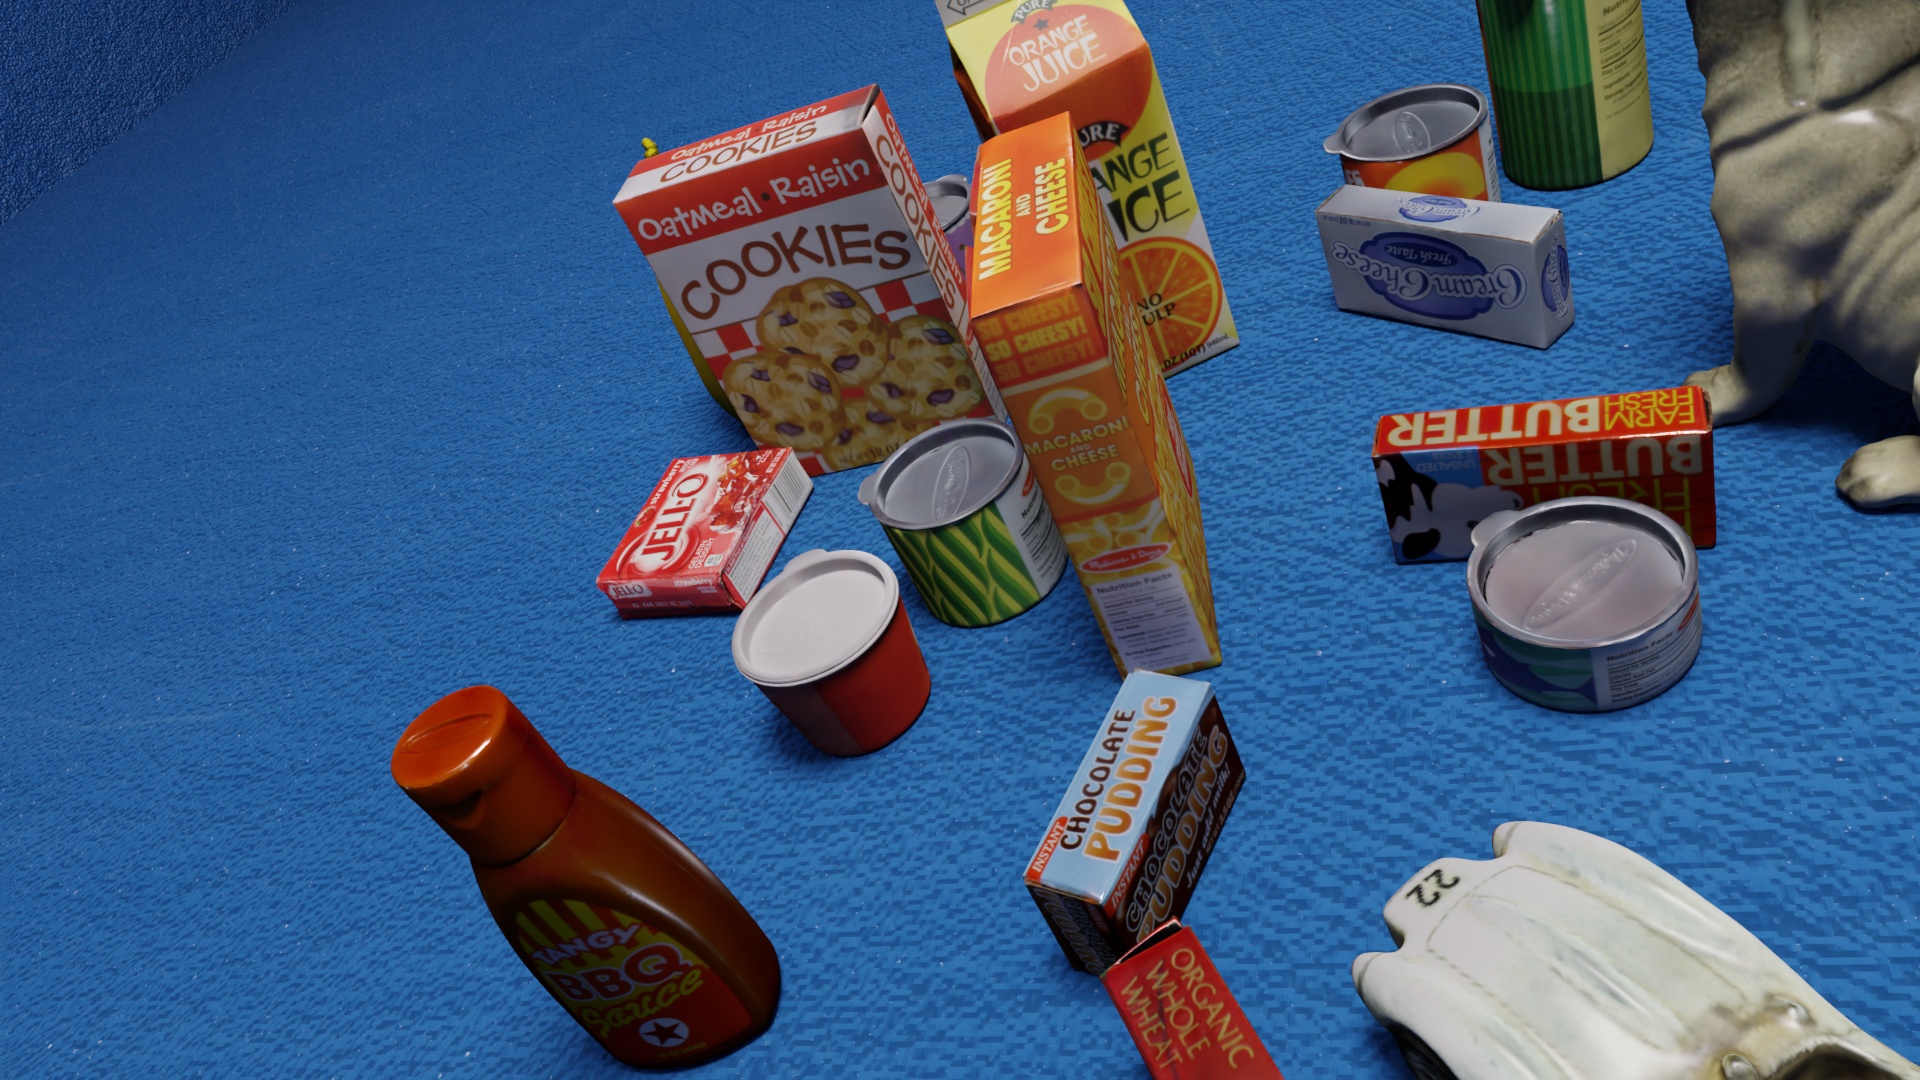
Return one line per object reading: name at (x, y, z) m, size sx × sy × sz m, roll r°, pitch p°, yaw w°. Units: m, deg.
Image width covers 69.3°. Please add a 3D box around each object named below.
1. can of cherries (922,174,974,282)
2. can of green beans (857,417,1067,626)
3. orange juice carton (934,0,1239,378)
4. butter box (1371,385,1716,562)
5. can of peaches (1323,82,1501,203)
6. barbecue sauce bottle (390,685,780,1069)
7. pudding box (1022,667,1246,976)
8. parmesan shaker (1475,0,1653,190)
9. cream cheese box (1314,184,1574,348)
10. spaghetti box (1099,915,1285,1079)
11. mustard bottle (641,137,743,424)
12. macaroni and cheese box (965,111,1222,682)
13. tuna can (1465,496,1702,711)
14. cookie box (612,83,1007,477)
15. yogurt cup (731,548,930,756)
can of cherries at (-0.012, -0.155, 0.755) m, size 0.071 × 0.058 × 0.072 m, roll -17°, pitch 37°, yaw 13°
can of green beans at (0.004, -0.007, 0.566) m, size 0.071 × 0.057 × 0.071 m, roll -17°, pitch 37°, yaw 13°
orange juice carton at (0.055, -0.163, 0.611) m, size 0.072 × 0.192 × 0.073 m, roll -25°, pitch 36°, yaw 2°
butter box at (0.196, -0.021, 0.469) m, size 0.103 × 0.053 × 0.024 m, roll -4°, pitch 42°, yaw 28°
can of peaches at (0.208, -0.166, 0.635) m, size 0.071 × 0.057 × 0.071 m, roll -17°, pitch 37°, yaw 13°
barbecue sauce bottle at (-0.114, 0.105, 0.424) m, size 0.065 × 0.148 × 0.044 m, roll -19°, pitch 37°, yaw 11°
pudding box at (0.055, 0.086, 0.427) m, size 0.030 × 0.049 × 0.084 m, roll 5°, pitch 47°, yaw 36°
parmesan shaker at (0.268, -0.216, 0.622) m, size 0.071 × 0.102 × 0.072 m, roll -17°, pitch 37°, yaw 13°
cream cheese box at (0.202, -0.116, 0.582) m, size 0.024 × 0.053 × 0.104 m, roll -43°, pitch 39°, yaw -21°
spaghetti box at (0.095, 0.185, 0.283) m, size 0.029 × 0.050 × 0.251 m, roll -29°, pitch 36°, yaw -3°
mustard bottle at (-0.122, -0.131, 0.707) m, size 0.049 × 0.159 × 0.065 m, roll 14°, pitch 53°, yaw 42°
macaroni and cheese box at (0.049, -0.049, 0.498) m, size 0.040 × 0.165 × 0.124 m, roll -16°, pitch 38°, yaw 15°
tuna can at (0.195, 0.019, 0.439) m, size 0.071 × 0.032 × 0.071 m, roll -17°, pitch 37°, yaw 13°
cookie box at (-0.063, -0.111, 0.641) m, size 0.123 × 0.166 × 0.040 m, roll -11°, pitch 39°, yaw 20°
yogurt cup at (-0.046, 0.046, 0.535) m, size 0.072 × 0.053 × 0.073 m, roll -17°, pitch 37°, yaw 13°
